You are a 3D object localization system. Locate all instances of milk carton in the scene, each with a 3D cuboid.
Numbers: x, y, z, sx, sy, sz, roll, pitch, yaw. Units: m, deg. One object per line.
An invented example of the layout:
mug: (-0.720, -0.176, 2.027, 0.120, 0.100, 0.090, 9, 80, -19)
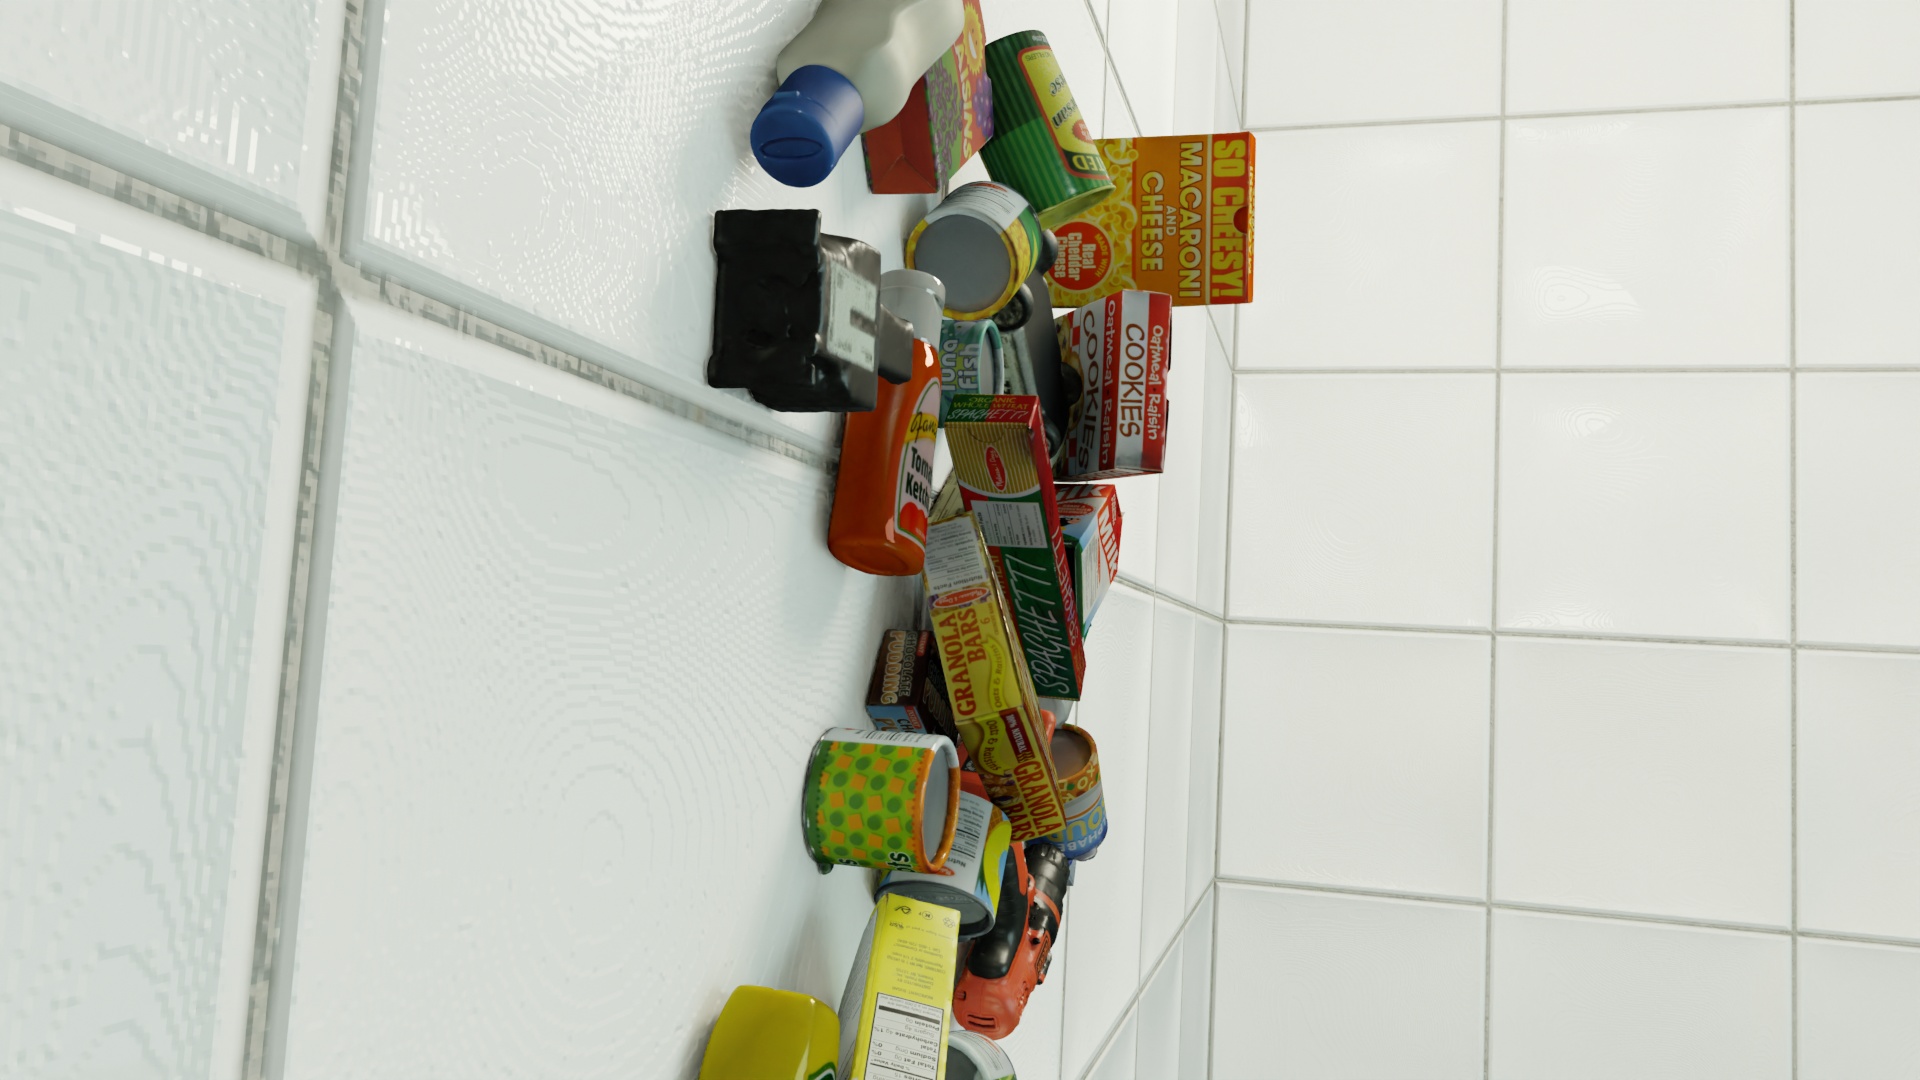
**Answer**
milk carton: (0.070, 0.006, 1.007, 0.191, 0.072, 0.073, -48, 137, -65)

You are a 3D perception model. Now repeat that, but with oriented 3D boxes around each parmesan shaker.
parmesan shaker: (0.040, -0.242, 0.827, 0.103, 0.071, 0.071, 65, 18, -2)

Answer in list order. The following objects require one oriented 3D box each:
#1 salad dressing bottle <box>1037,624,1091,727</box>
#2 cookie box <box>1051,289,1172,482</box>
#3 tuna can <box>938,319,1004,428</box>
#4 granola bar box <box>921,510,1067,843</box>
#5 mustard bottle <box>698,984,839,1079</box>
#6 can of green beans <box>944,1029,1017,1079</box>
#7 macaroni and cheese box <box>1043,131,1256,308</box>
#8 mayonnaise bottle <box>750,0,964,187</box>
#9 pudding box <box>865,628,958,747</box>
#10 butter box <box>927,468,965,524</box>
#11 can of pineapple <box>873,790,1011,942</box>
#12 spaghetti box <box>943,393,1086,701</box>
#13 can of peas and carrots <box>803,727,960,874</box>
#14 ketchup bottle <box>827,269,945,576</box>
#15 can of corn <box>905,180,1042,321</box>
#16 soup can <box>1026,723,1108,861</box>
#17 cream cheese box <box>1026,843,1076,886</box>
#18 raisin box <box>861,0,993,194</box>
salad dressing bottle: (0.072, 0.093, 1.078, 0.148, 0.044, 0.064, -58, 137, -63)
cookie box: (0.099, -0.106, 1.007, 0.167, 0.040, 0.123, 179, -86, -73)
tuna can: (0.003, -0.100, 0.831, 0.071, 0.033, 0.071, 0, 91, -75)
granola bar box: (0.019, 0.080, 0.779, 0.164, 0.039, 0.125, 70, 5, -55)
mustard bottle: (-0.083, 0.257, 0.530, 0.065, 0.049, 0.161, 75, 22, -59)
can of green beans: (-0.006, 0.311, 0.779, 0.057, 0.071, 0.071, 48, 46, -67)
macaroni and cheese box: (0.132, -0.235, 1.031, 0.040, 0.166, 0.123, -30, 120, -71)
mayonnaise bottle: (-0.047, -0.204, 0.600, 0.149, 0.065, 0.041, -67, 151, -43)
pudding box: (-0.024, 0.090, 0.761, 0.083, 0.030, 0.050, 72, 24, -51)
butter box: (0.003, -0.011, 0.856, 0.104, 0.024, 0.053, -64, 152, -56)
can of pineapple: (-0.009, 0.177, 0.758, 0.070, 0.071, 0.058, 74, 23, -47)
spaghetti box: (0.038, 0.012, 0.840, 0.248, 0.050, 0.029, 75, 24, -46)
can of peas and carrots: (-0.037, 0.127, 0.667, 0.071, 0.059, 0.071, 0, 91, -74)
ketchup bottle: (-0.034, -0.060, 0.688, 0.064, 0.043, 0.149, 51, 43, -67)
can of corn: (0.008, -0.161, 0.784, 0.058, 0.071, 0.071, -59, 147, -58)
soup can: (0.077, 0.191, 1.052, 0.072, 0.071, 0.083, -69, 155, -50)
cream cheese box: (0.077, 0.244, 1.143, 0.103, 0.024, 0.053, 66, 29, -58)
raisin box: (-0.017, -0.242, 0.736, 0.124, 0.040, 0.085, -63, 150, -58)
